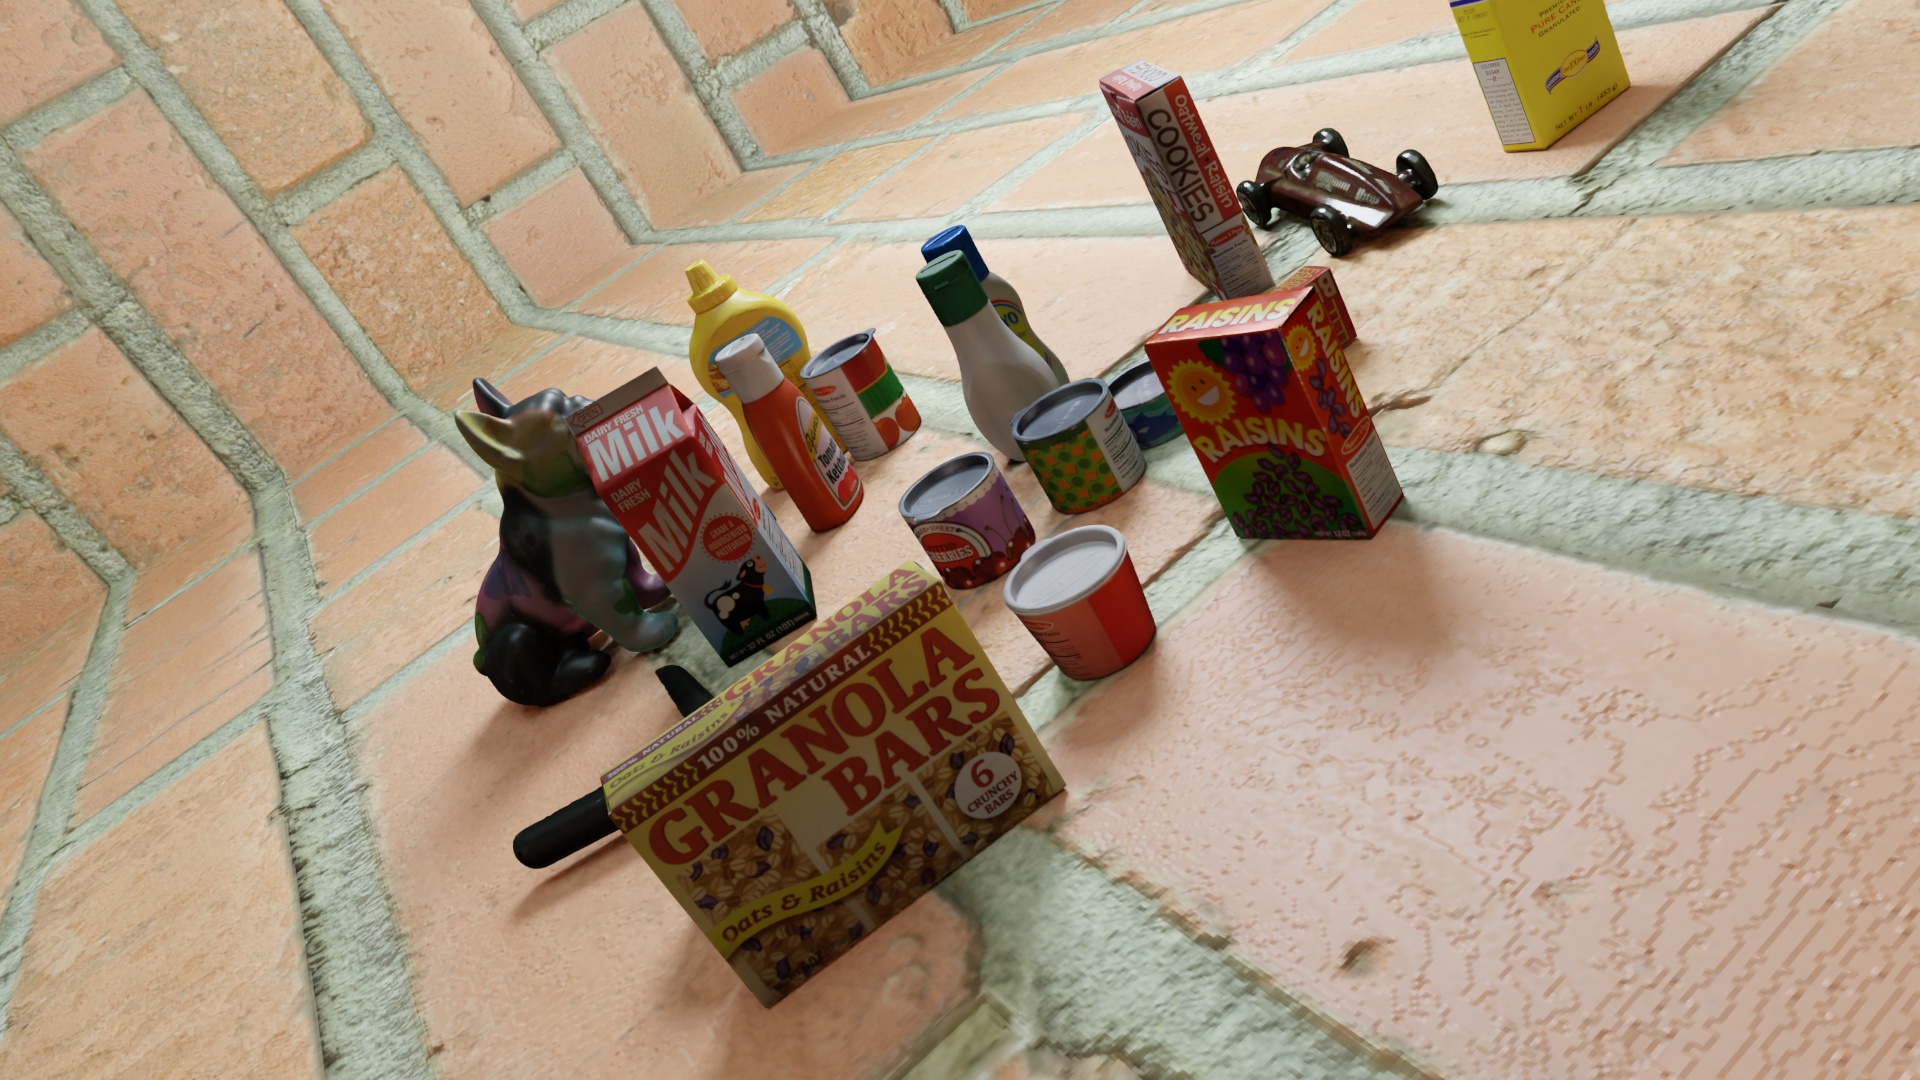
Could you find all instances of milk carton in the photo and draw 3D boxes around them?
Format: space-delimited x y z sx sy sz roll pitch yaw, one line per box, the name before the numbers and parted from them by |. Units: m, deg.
milk carton | -0.175 -0.019 0.909 0.072 0.190 0.074 -30 24 3

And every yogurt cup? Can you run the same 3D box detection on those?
yogurt cup | 0.063 0.033 0.702 0.072 0.053 0.073 -25 25 13

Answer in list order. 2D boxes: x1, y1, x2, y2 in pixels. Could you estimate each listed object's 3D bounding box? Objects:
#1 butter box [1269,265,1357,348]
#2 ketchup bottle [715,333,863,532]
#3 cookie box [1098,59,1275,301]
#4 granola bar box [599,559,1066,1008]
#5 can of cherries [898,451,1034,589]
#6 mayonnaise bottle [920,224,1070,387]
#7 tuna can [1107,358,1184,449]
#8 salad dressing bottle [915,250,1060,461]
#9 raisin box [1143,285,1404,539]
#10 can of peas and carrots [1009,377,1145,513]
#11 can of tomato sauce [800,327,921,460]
butter box | 0.192 -0.119 0.849 0.104 0.053 0.024 -37 25 -14
ketchup bottle | -0.127 -0.081 1.023 0.043 0.148 0.065 -21 26 23
cookie box | 0.163 -0.264 1.021 0.040 0.167 0.123 -29 24 6
granola bar box | -0.053 0.106 0.611 0.166 0.124 0.039 -35 24 -9
can of cherries | 0.003 -0.011 0.850 0.071 0.058 0.072 -25 25 13
mayonnaise bottle | 0.022 -0.152 0.991 0.065 0.147 0.041 -36 24 -10
tuna can | 0.122 -0.089 0.895 0.071 0.032 0.071 -25 25 13
salad dressing bottle | 0.021 -0.124 0.940 0.064 0.147 0.044 -22 25 19
raisin box | 0.156 -0.060 0.691 0.086 0.123 0.040 1 39 50
can of peas and carrots | 0.072 -0.058 0.862 0.071 0.058 0.071 -25 25 13
can of tomato sauce | -0.078 -0.117 1.117 0.071 0.083 0.071 -25 25 13
